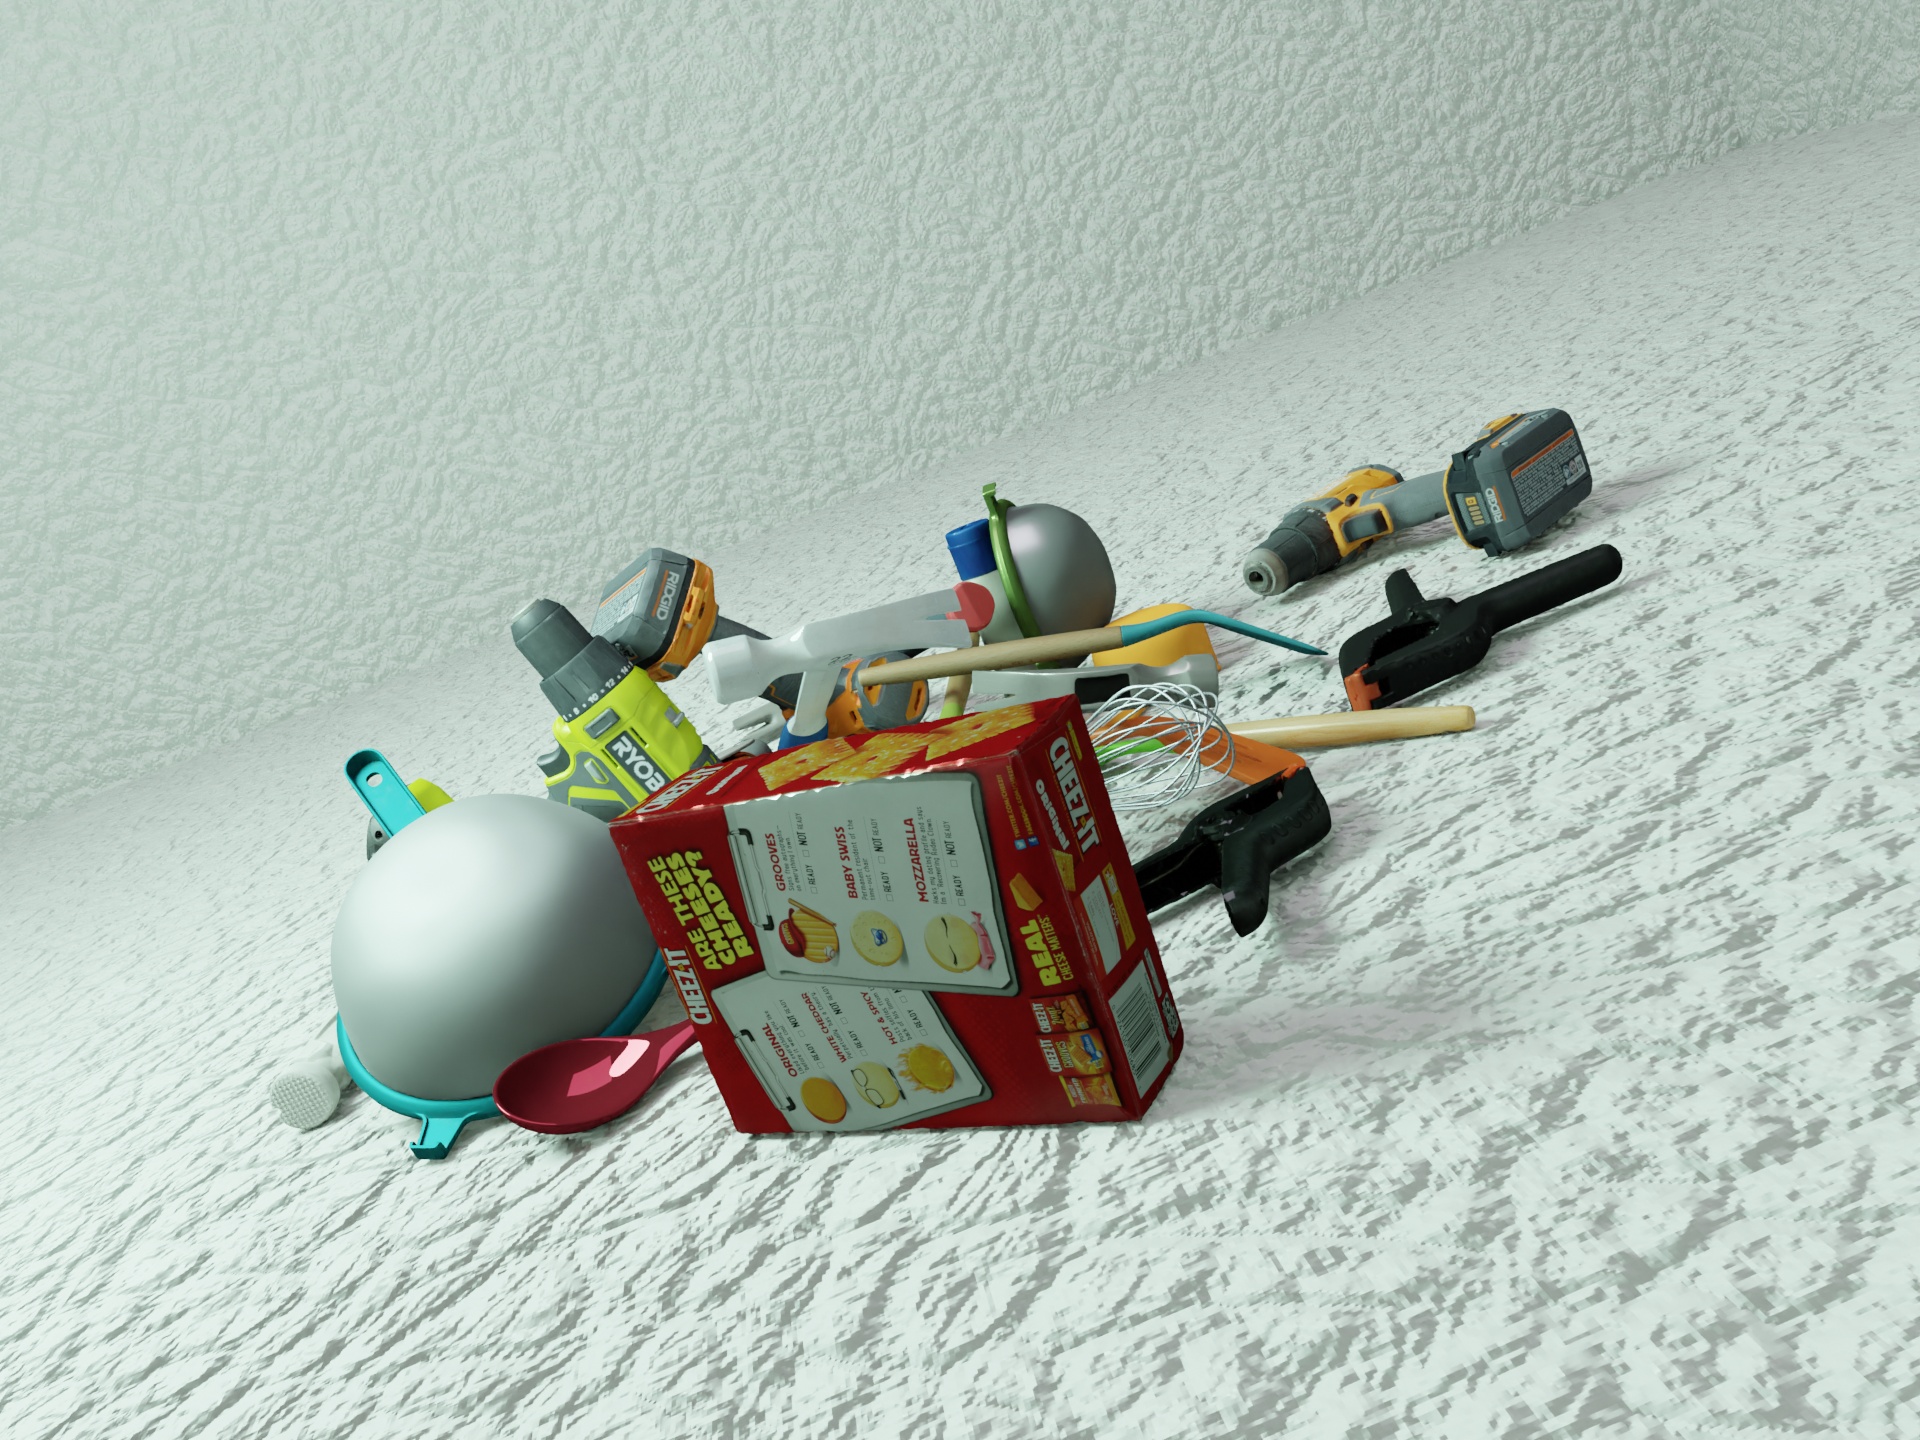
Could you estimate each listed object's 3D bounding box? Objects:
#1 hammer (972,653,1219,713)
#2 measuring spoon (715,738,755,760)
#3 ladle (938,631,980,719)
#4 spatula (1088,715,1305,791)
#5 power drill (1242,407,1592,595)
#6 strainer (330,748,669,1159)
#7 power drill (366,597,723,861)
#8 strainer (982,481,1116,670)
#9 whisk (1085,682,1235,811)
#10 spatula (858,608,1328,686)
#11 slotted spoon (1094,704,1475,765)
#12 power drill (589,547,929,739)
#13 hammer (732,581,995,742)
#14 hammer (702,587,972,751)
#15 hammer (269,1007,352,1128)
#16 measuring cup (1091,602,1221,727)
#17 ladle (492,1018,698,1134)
[{"bbox_3d":[0.063,-0.016,1.020,0.130,0.031,0.331,-4,0,-5],"label":"hammer"},{"bbox_3d":[-0.216,0.036,1.229,0.124,0.018,0.034,-26,10,-21],"label":"measuring spoon"},{"bbox_3d":[-0.002,-0.004,1.127,0.078,0.062,0.320,-5,21,7],"label":"ladle"},{"bbox_3d":[0.038,0.024,0.945,0.322,0.041,0.081,-5,11,21],"label":"spatula"},{"bbox_3d":[0.340,-0.158,1.223,0.185,0.084,0.226,-33,15,-35],"label":"power drill"},{"bbox_3d":[-0.310,0.082,0.940,0.211,0.095,0.341,-37,47,-18],"label":"strainer"},{"bbox_3d":[-0.293,0.042,1.094,0.228,0.190,0.080,-36,14,15],"label":"power drill"},{"bbox_3d":[0.097,-0.103,1.261,0.069,0.151,0.256,-20,-10,17],"label":"strainer"},{"bbox_3d":[0.043,0.041,0.884,0.070,0.070,0.284,-34,4,-41],"label":"whisk"},{"bbox_3d":[0.086,-0.042,1.081,0.317,0.044,0.082,-8,0,9],"label":"spatula"},{"bbox_3d":[0.156,0.012,0.968,0.314,0.031,0.070,-6,-7,36],"label":"slotted spoon"},{"bbox_3d":[-0.156,-0.035,1.172,0.164,0.226,0.084,-22,50,56],"label":"power drill"},{"bbox_3d":[-0.076,-0.043,1.283,0.143,0.038,0.386,-28,2,-23],"label":"hammer"},{"bbox_3d":[-0.092,-0.001,1.021,0.144,0.035,0.405,-15,-10,-12],"label":"hammer"},{"bbox_3d":[-0.223,0.131,0.995,0.410,0.038,0.146,-24,14,4],"label":"hammer"},{"bbox_3d":[0.121,-0.036,1.132,0.095,0.052,0.173,-11,16,32],"label":"measuring cup"},{"bbox_3d":[-0.099,0.142,0.863,0.315,0.031,0.069,-25,37,-23],"label":"ladle"}]
